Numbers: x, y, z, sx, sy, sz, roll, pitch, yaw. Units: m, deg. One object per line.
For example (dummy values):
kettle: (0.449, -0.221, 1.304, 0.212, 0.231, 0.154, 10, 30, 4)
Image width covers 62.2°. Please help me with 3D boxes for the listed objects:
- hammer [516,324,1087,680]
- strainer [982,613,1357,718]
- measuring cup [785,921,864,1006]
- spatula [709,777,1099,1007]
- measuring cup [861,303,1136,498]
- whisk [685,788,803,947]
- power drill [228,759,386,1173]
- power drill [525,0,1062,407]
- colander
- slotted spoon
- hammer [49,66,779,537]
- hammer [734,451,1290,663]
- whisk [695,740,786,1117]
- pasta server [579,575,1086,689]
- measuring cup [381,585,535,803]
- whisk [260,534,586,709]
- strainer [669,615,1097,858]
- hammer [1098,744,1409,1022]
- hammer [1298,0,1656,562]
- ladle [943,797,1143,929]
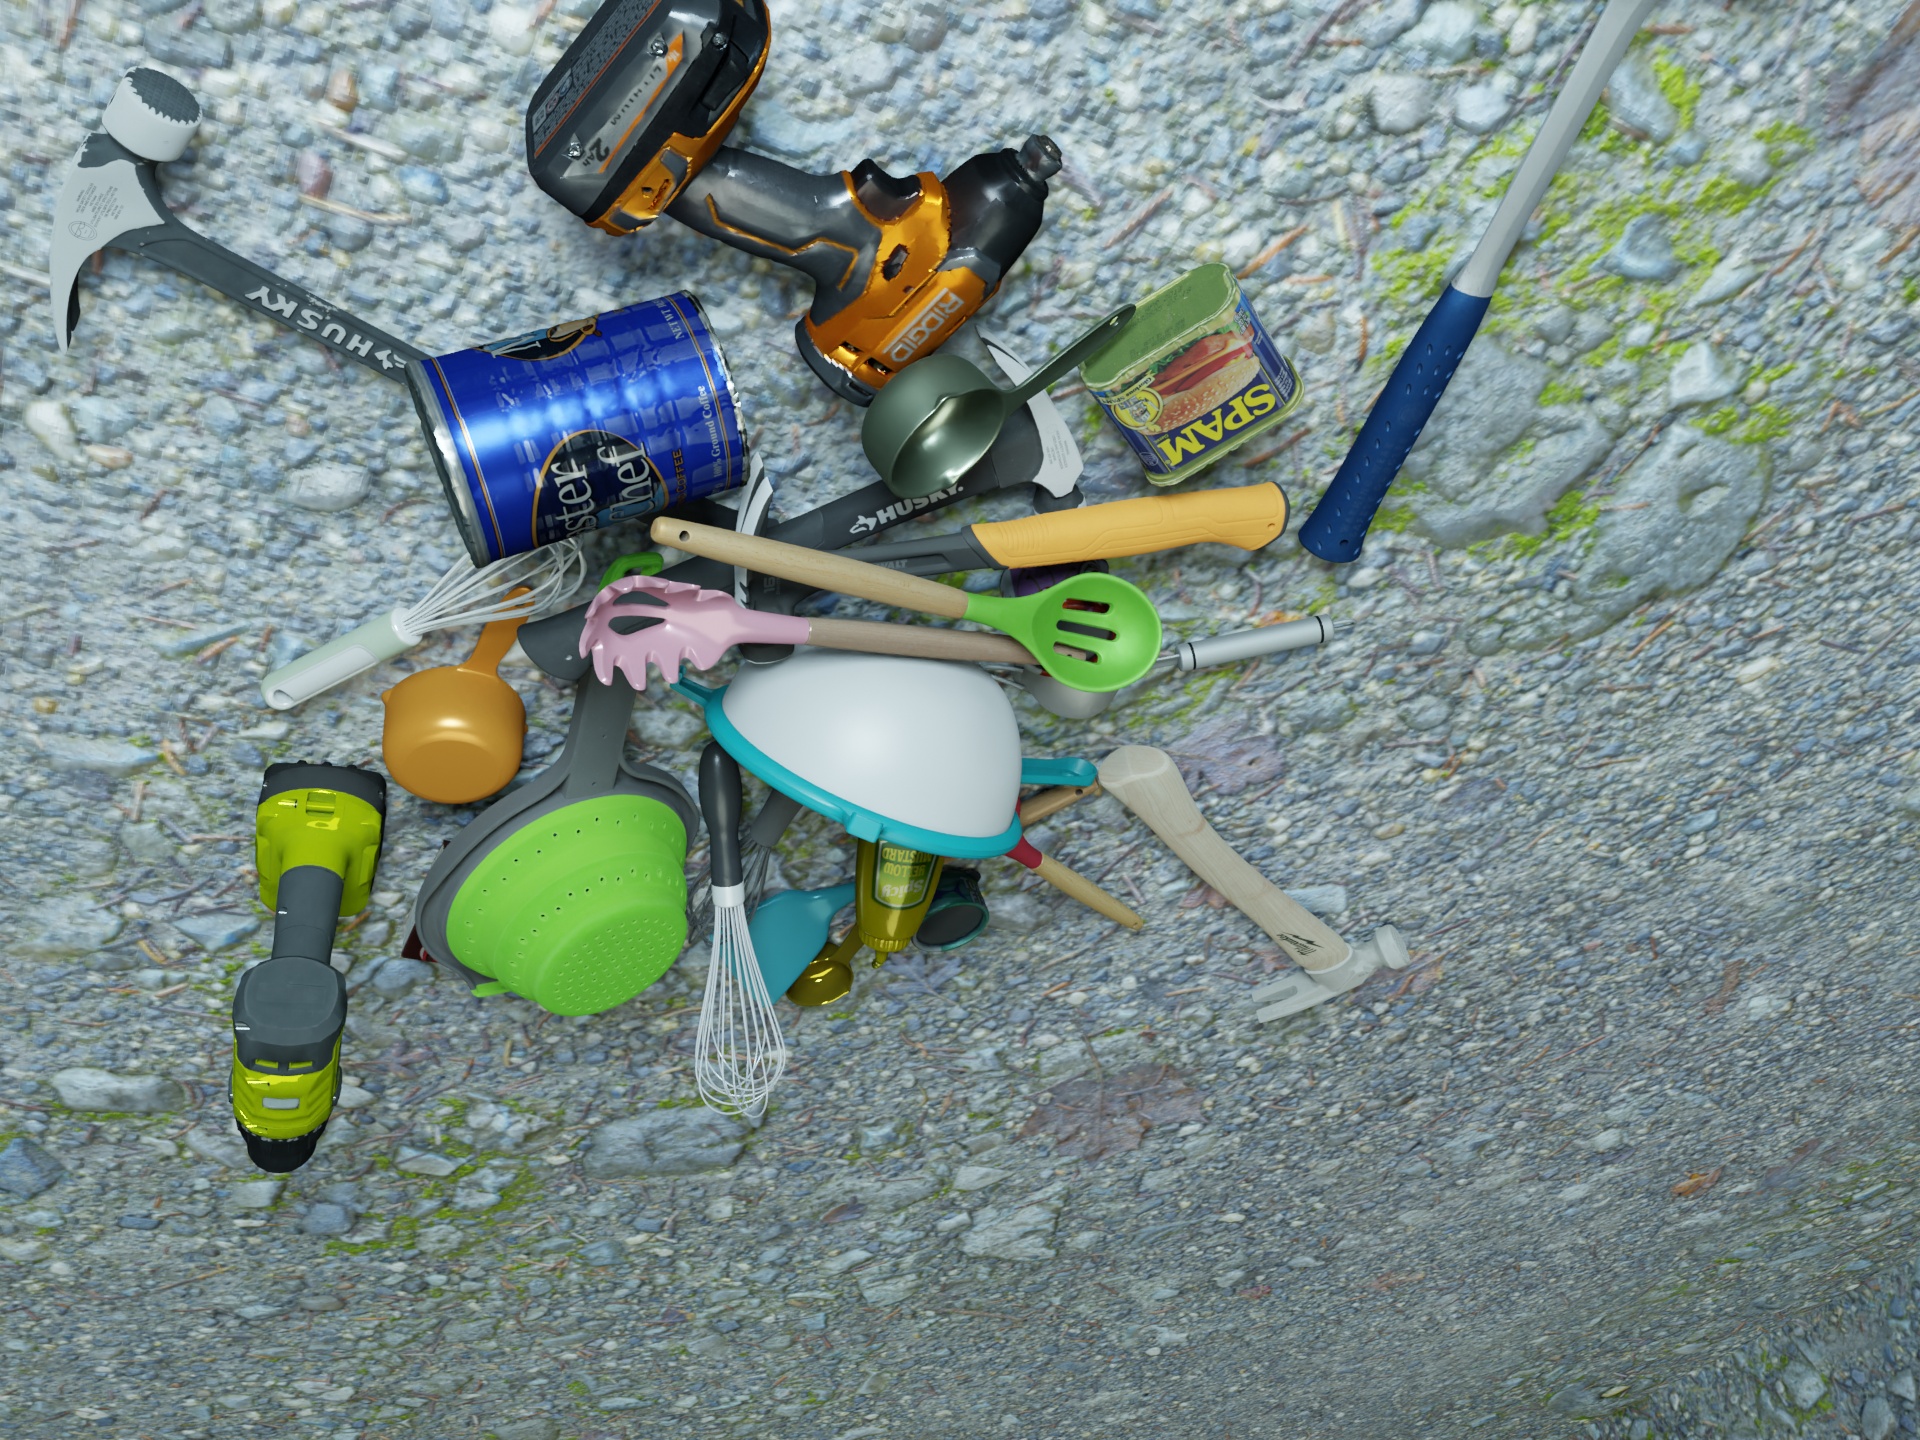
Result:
hammer: (-0.092, -0.106, 0.905, 0.335, 0.035, 0.146, -23, 138, -2)
strainer: (0.144, -0.040, 1.072, 0.258, 0.050, 0.086, -12, 155, -4)
measuring cup: (-0.088, 0.168, 1.272, 0.062, 0.029, 0.156, 23, 117, -35)
spatula: (-0.037, 0.118, 1.204, 0.317, 0.044, 0.082, -27, 112, 14)
measuring cup: (0.019, -0.181, 0.832, 0.167, 0.038, 0.083, -37, 161, -13)
whisk: (-0.142, 0.082, 1.139, 0.055, 0.055, 0.239, 15, 128, -27)
power drill: (-0.423, 0.159, 1.021, 0.080, 0.229, 0.190, 7, 136, -19)
power drill: (-0.068, -0.257, 0.749, 0.164, 0.084, 0.226, -39, 137, 27)
colander: (-0.228, 0.072, 1.028, 0.204, 0.095, 0.396, -13, 139, -37)
slotted spoon: (-0.021, -0.071, 0.875, 0.313, 0.031, 0.070, 11, 95, -31)
hammer: (-0.262, -0.166, 0.840, 0.408, 0.036, 0.149, 27, 128, -36)
hammer: (0.037, -0.109, 0.912, 0.337, 0.034, 0.127, -9, 137, -17)
whisk: (-0.161, 0.151, 1.121, 0.070, 0.070, 0.284, -4, 106, -8)
pasta server: (-0.059, -0.044, 0.881, 0.316, 0.040, 0.060, 3, 117, -31)
measuring cup: (-0.302, -0.012, 0.990, 0.095, 0.052, 0.173, 17, 134, -28)
whisk: (-0.321, -0.058, 0.940, 0.246, 0.059, 0.057, -23, 131, 20)
strainer: (-0.002, -0.003, 1.021, 0.340, 0.211, 0.095, 5, 114, -50)
hammer: (0.220, 0.137, 1.292, 0.146, 0.038, 0.410, -29, 136, 21)
hammer: (0.279, -0.247, 0.870, 0.144, 0.035, 0.405, 4, 137, -17)
ladle: (0.070, 0.113, 1.207, 0.069, 0.031, 0.315, -40, 143, 11)
